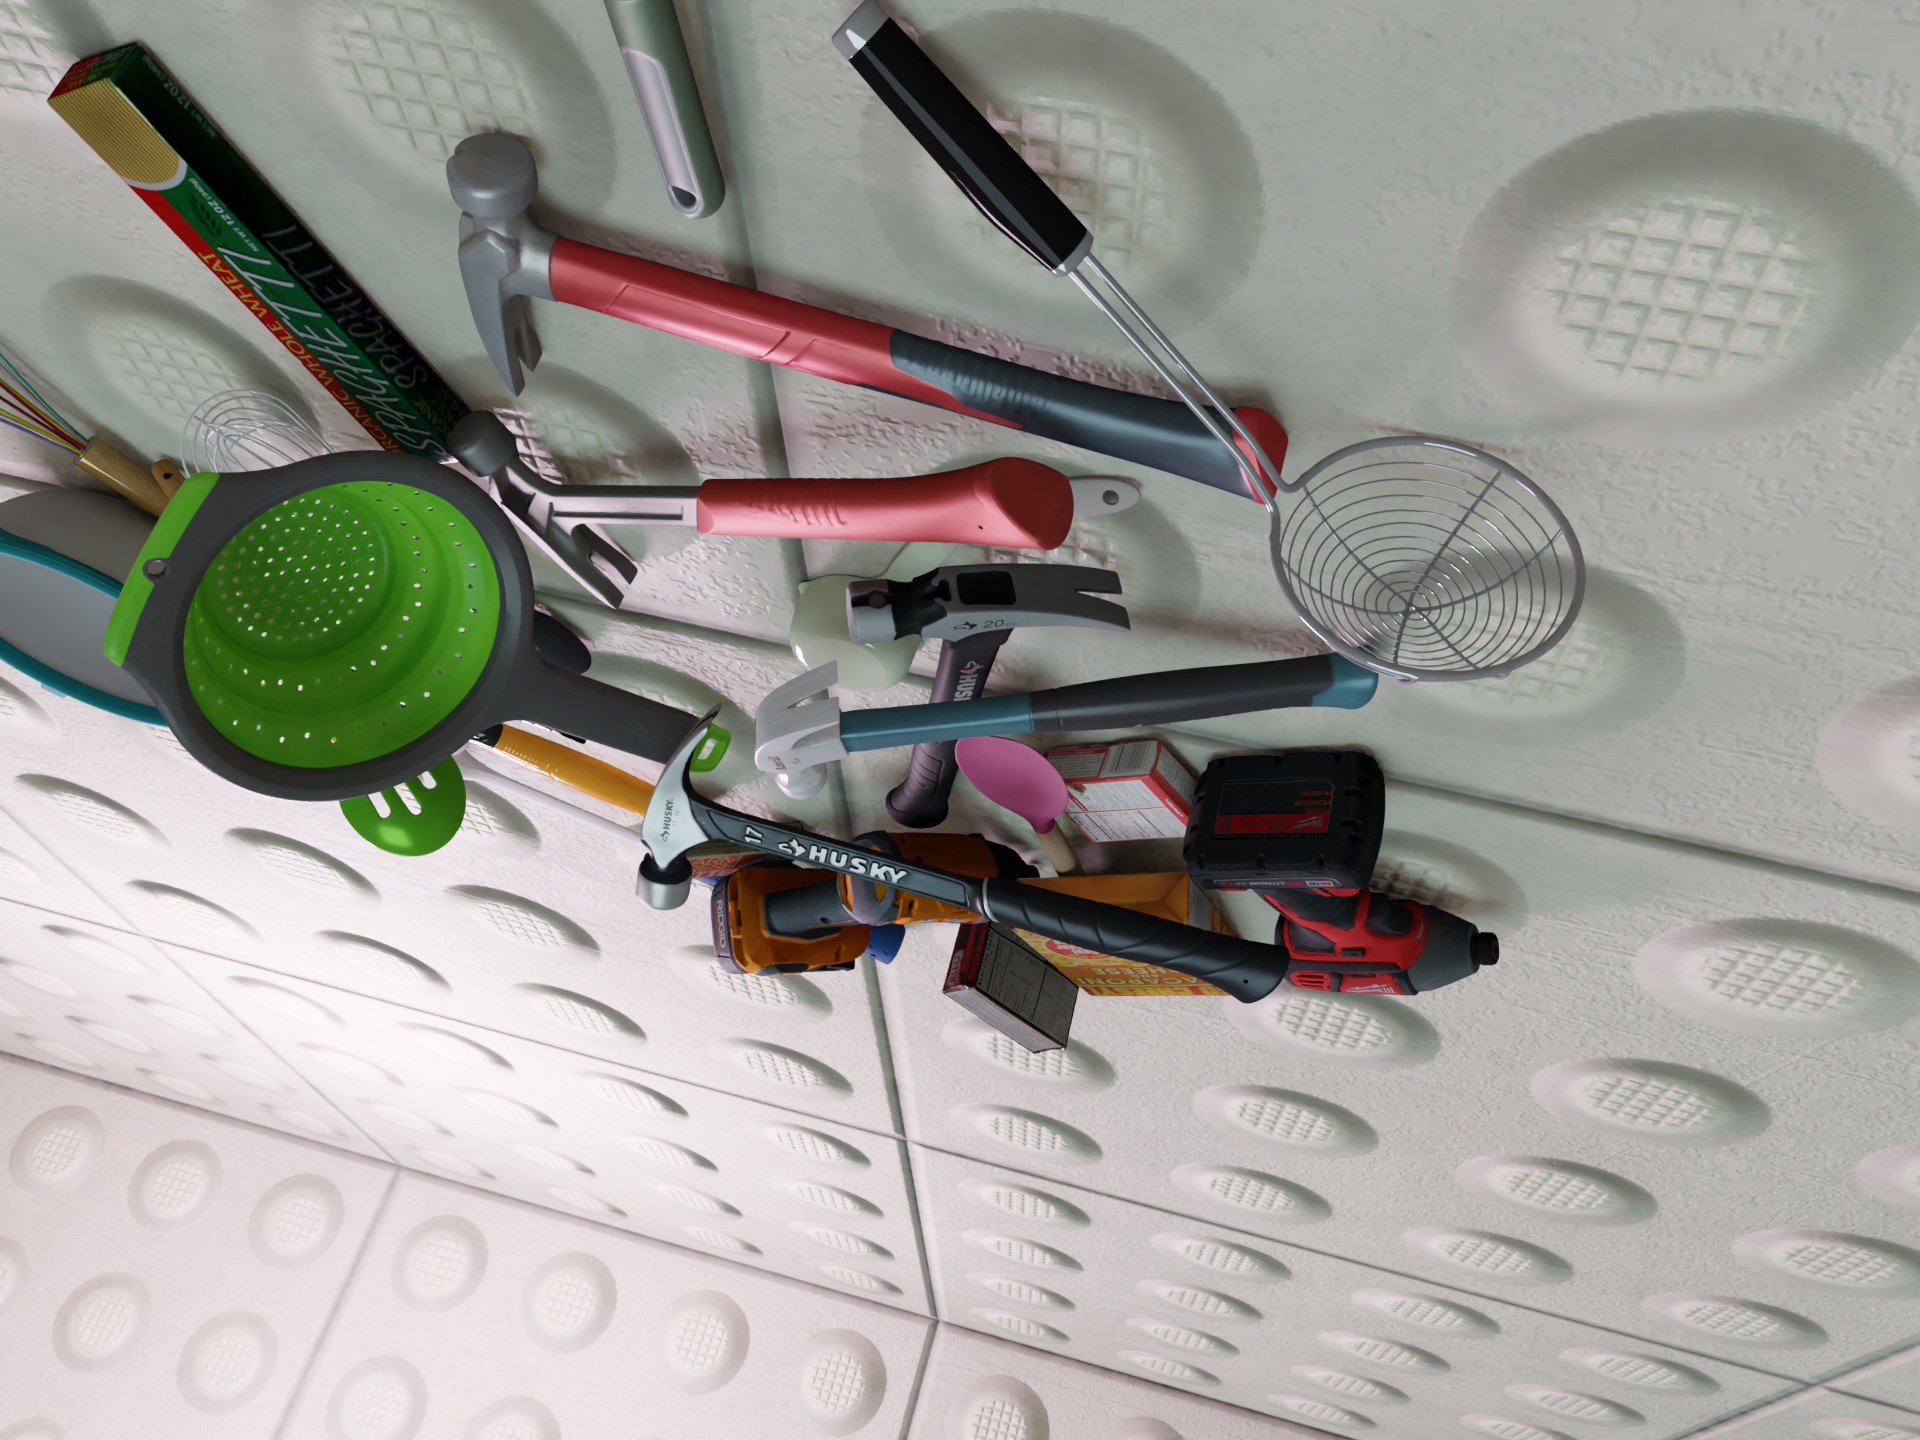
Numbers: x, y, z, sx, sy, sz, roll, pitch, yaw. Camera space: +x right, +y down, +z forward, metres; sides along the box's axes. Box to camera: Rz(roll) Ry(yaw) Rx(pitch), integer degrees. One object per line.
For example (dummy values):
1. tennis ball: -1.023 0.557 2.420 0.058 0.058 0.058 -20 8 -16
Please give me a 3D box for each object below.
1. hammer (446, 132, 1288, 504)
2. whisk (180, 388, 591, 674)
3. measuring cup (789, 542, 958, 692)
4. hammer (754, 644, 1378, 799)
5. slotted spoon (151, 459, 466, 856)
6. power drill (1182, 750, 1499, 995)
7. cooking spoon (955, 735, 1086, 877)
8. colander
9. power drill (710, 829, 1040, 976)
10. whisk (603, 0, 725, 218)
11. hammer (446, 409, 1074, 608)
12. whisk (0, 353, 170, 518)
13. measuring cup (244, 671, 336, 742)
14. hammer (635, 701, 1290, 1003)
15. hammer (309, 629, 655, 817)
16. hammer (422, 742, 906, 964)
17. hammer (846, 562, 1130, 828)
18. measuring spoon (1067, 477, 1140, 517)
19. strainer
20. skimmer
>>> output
1. hammer: -0.042 -0.158 0.737 0.386 0.038 0.143 16 151 3
2. whisk: -0.338 -0.104 0.973 0.070 0.070 0.284 -12 143 41
3. measuring cup: -0.043 -0.062 0.892 0.083 0.038 0.167 27 150 -16
4. hammer: 0.052 -0.006 0.844 0.331 0.033 0.128 -6 160 5
5. slotted spoon: -0.407 -0.046 0.971 0.314 0.070 0.031 49 161 13
6. power drill: 0.239 0.107 0.987 0.143 0.079 0.219 -4 147 34
7. cooking spoon: 0.060 0.077 1.043 0.069 0.017 0.318 10 157 20
8. colander: -0.299 -0.044 0.935 0.095 0.204 0.396 36 -172 40
9. power drill: -0.060 0.131 1.156 0.164 0.084 0.226 6 161 -42
10. whisk: -0.122 -0.277 0.578 0.058 0.059 0.246 22 156 17
11. hammer: -0.099 -0.102 0.806 0.359 0.037 0.149 6 152 35
12. whisk: -0.558 -0.183 0.978 0.047 0.051 0.244 22 166 48
13. measuring cup: -0.505 -0.012 1.246 0.156 0.029 0.062 31 149 1
14. hammer: 0.002 0.101 0.986 0.409 0.036 0.149 15 122 2
15. hammer: -0.325 0.015 1.127 0.336 0.034 0.127 28 166 -34
16. hammer: -0.237 0.106 1.274 0.405 0.035 0.144 24 149 -11
17. hammer: -0.001 -0.003 0.941 0.146 0.035 0.334 -6 158 -10
18. measuring spoon: 0.030 -0.106 0.796 0.124 0.018 0.034 -2 124 27
19. strainer: -0.584 -0.124 1.025 0.211 0.095 0.340 8 148 15
20. skimmer: 0.102 -0.151 0.623 0.363 0.127 0.090 42 151 -20
